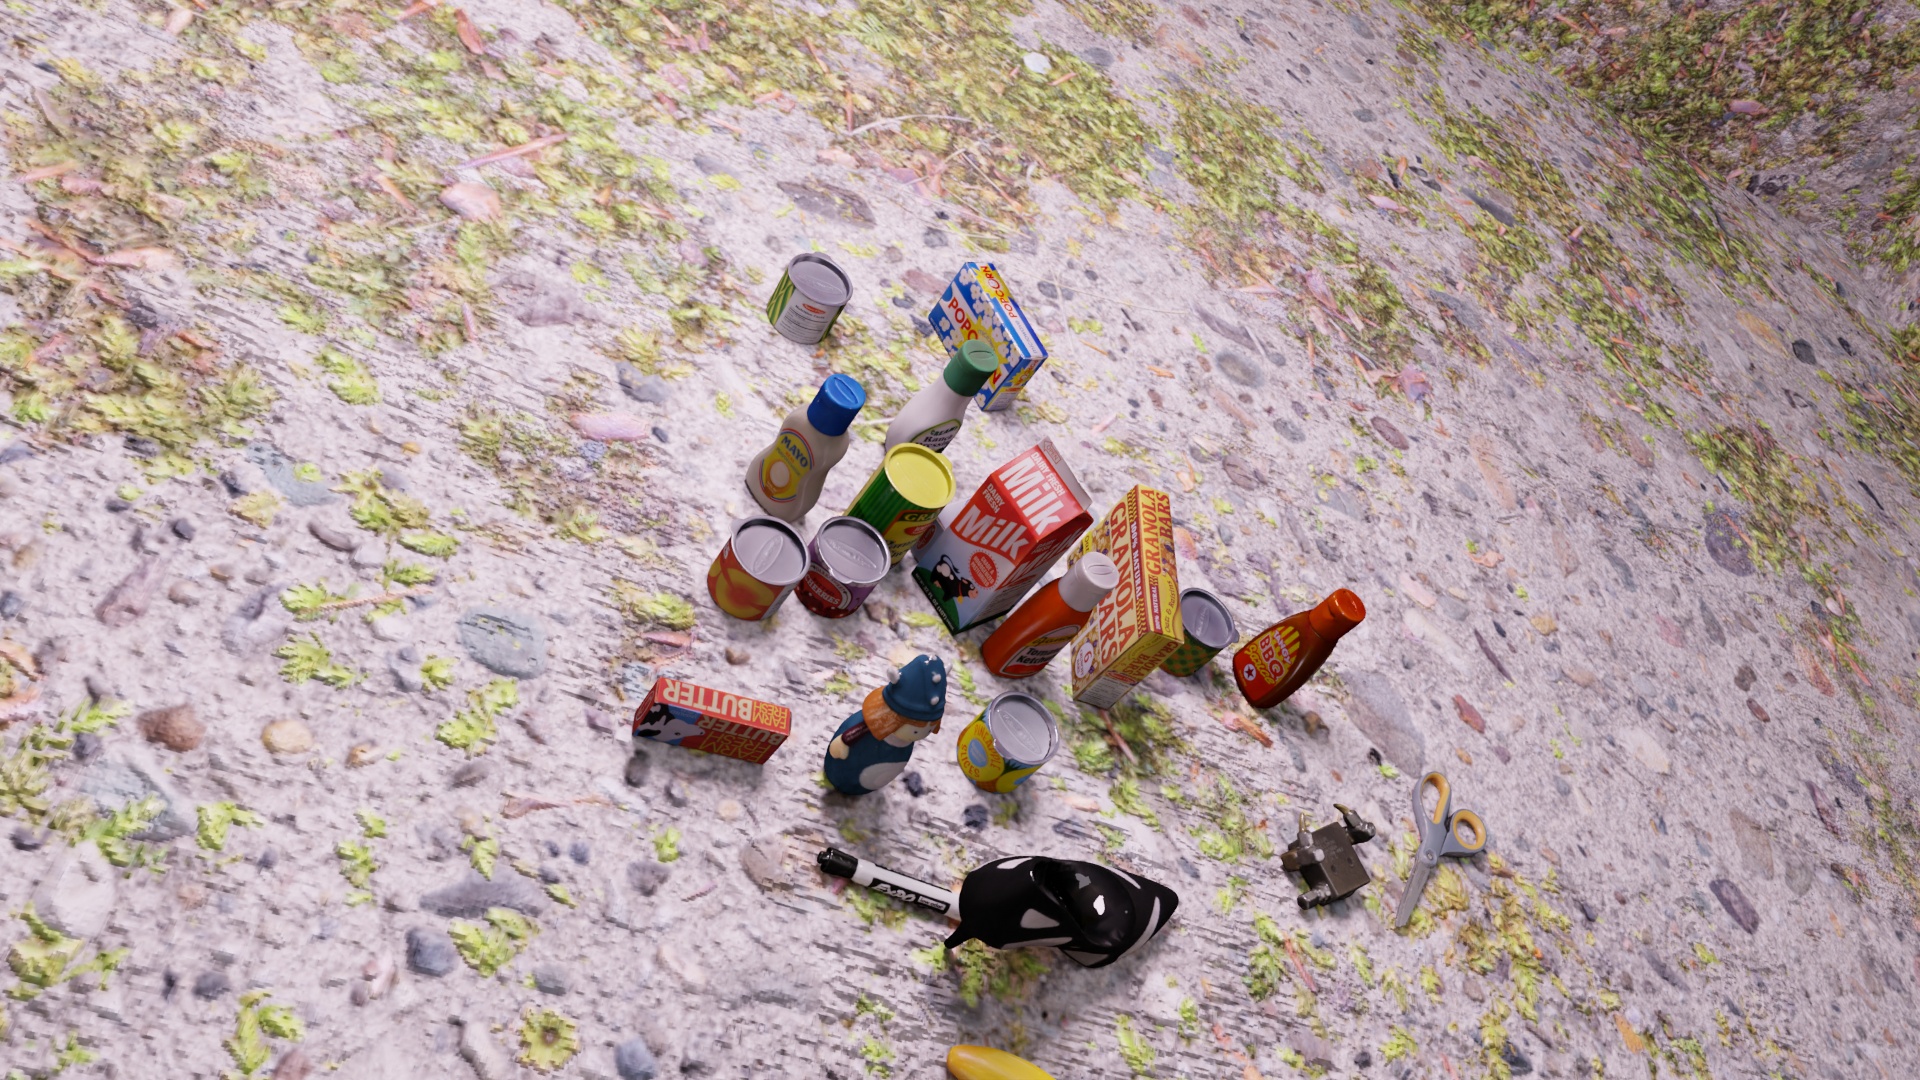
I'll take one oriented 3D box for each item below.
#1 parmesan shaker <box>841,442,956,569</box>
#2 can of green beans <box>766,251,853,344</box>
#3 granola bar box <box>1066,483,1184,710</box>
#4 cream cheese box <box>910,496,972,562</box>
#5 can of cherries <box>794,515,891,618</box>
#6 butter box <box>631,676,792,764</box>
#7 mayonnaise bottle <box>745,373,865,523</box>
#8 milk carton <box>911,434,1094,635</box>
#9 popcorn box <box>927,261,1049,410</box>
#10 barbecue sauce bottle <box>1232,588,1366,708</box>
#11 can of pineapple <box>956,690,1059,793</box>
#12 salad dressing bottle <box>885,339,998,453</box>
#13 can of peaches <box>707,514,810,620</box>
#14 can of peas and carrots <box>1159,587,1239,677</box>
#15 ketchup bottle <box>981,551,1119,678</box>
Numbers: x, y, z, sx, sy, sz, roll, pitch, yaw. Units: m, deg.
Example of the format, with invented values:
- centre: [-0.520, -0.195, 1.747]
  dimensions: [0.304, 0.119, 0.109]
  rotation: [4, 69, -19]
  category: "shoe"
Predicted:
- centre: [-0.055, -0.027, 1.186]
  dimensions: [0.071, 0.102, 0.072]
  rotation: [18, 48, -21]
  category: "parmesan shaker"
- centre: [-0.144, -0.229, 1.321]
  dimensions: [0.071, 0.057, 0.071]
  rotation: [18, 48, -21]
  category: "can of green beans"
- centre: [0.144, 0.049, 1.243]
  dimensions: [0.039, 0.123, 0.166]
  rotation: [19, 47, -21]
  category: "granola bar box"
- centre: [0.004, -0.016, 1.252]
  dimensions: [0.104, 0.053, 0.024]
  rotation: [-20, 69, -42]
  category: "cream cheese box"
- centre: [-0.101, 0.024, 1.146]
  dimensions: [0.071, 0.058, 0.072]
  rotation: [18, 48, -21]
  category: "can of cherries"
- centre: [-0.180, 0.132, 1.009]
  dimensions: [0.103, 0.053, 0.024]
  rotation: [17, 48, -22]
  category: "butter box"
- centre: [-0.126, -0.078, 1.146]
  dimensions: [0.065, 0.147, 0.041]
  rotation: [49, 44, 9]
  category: "mayonnaise bottle"
- centre: [0.043, -0.005, 1.171]
  dimensions: [0.074, 0.189, 0.072]
  rotation: [-19, 68, -42]
  category: "milk carton"
- centre: [0.027, -0.205, 1.397]
  dimensions: [0.038, 0.084, 0.127]
  rotation: [-11, 63, -39]
  category: "popcorn box"
- centre: [0.319, 0.098, 1.304]
  dimensions: [0.044, 0.147, 0.065]
  rotation: [3, 55, -32]
  category: "barbecue sauce bottle"
- centre: [0.036, 0.165, 1.126]
  dimensions: [0.071, 0.057, 0.071]
  rotation: [18, 48, -21]
  category: "can of pineapple"
- centre: [-0.017, -0.121, 1.255]
  dimensions: [0.064, 0.147, 0.044]
  rotation: [-8, 61, -38]
  category: "salad dressing bottle"
- centre: [-0.163, 0.021, 1.106]
  dimensions: [0.071, 0.057, 0.071]
  rotation: [18, 48, -21]
  category: "can of peaches"
- centre: [0.217, 0.088, 1.309]
  dimensions: [0.071, 0.058, 0.071]
  rotation: [18, 48, -21]
  category: "can of peas and carrots"
- centre: [0.078, 0.063, 1.170]
  dimensions: [0.065, 0.148, 0.044]
  rotation: [0, 57, -34]
  category: "ketchup bottle"
